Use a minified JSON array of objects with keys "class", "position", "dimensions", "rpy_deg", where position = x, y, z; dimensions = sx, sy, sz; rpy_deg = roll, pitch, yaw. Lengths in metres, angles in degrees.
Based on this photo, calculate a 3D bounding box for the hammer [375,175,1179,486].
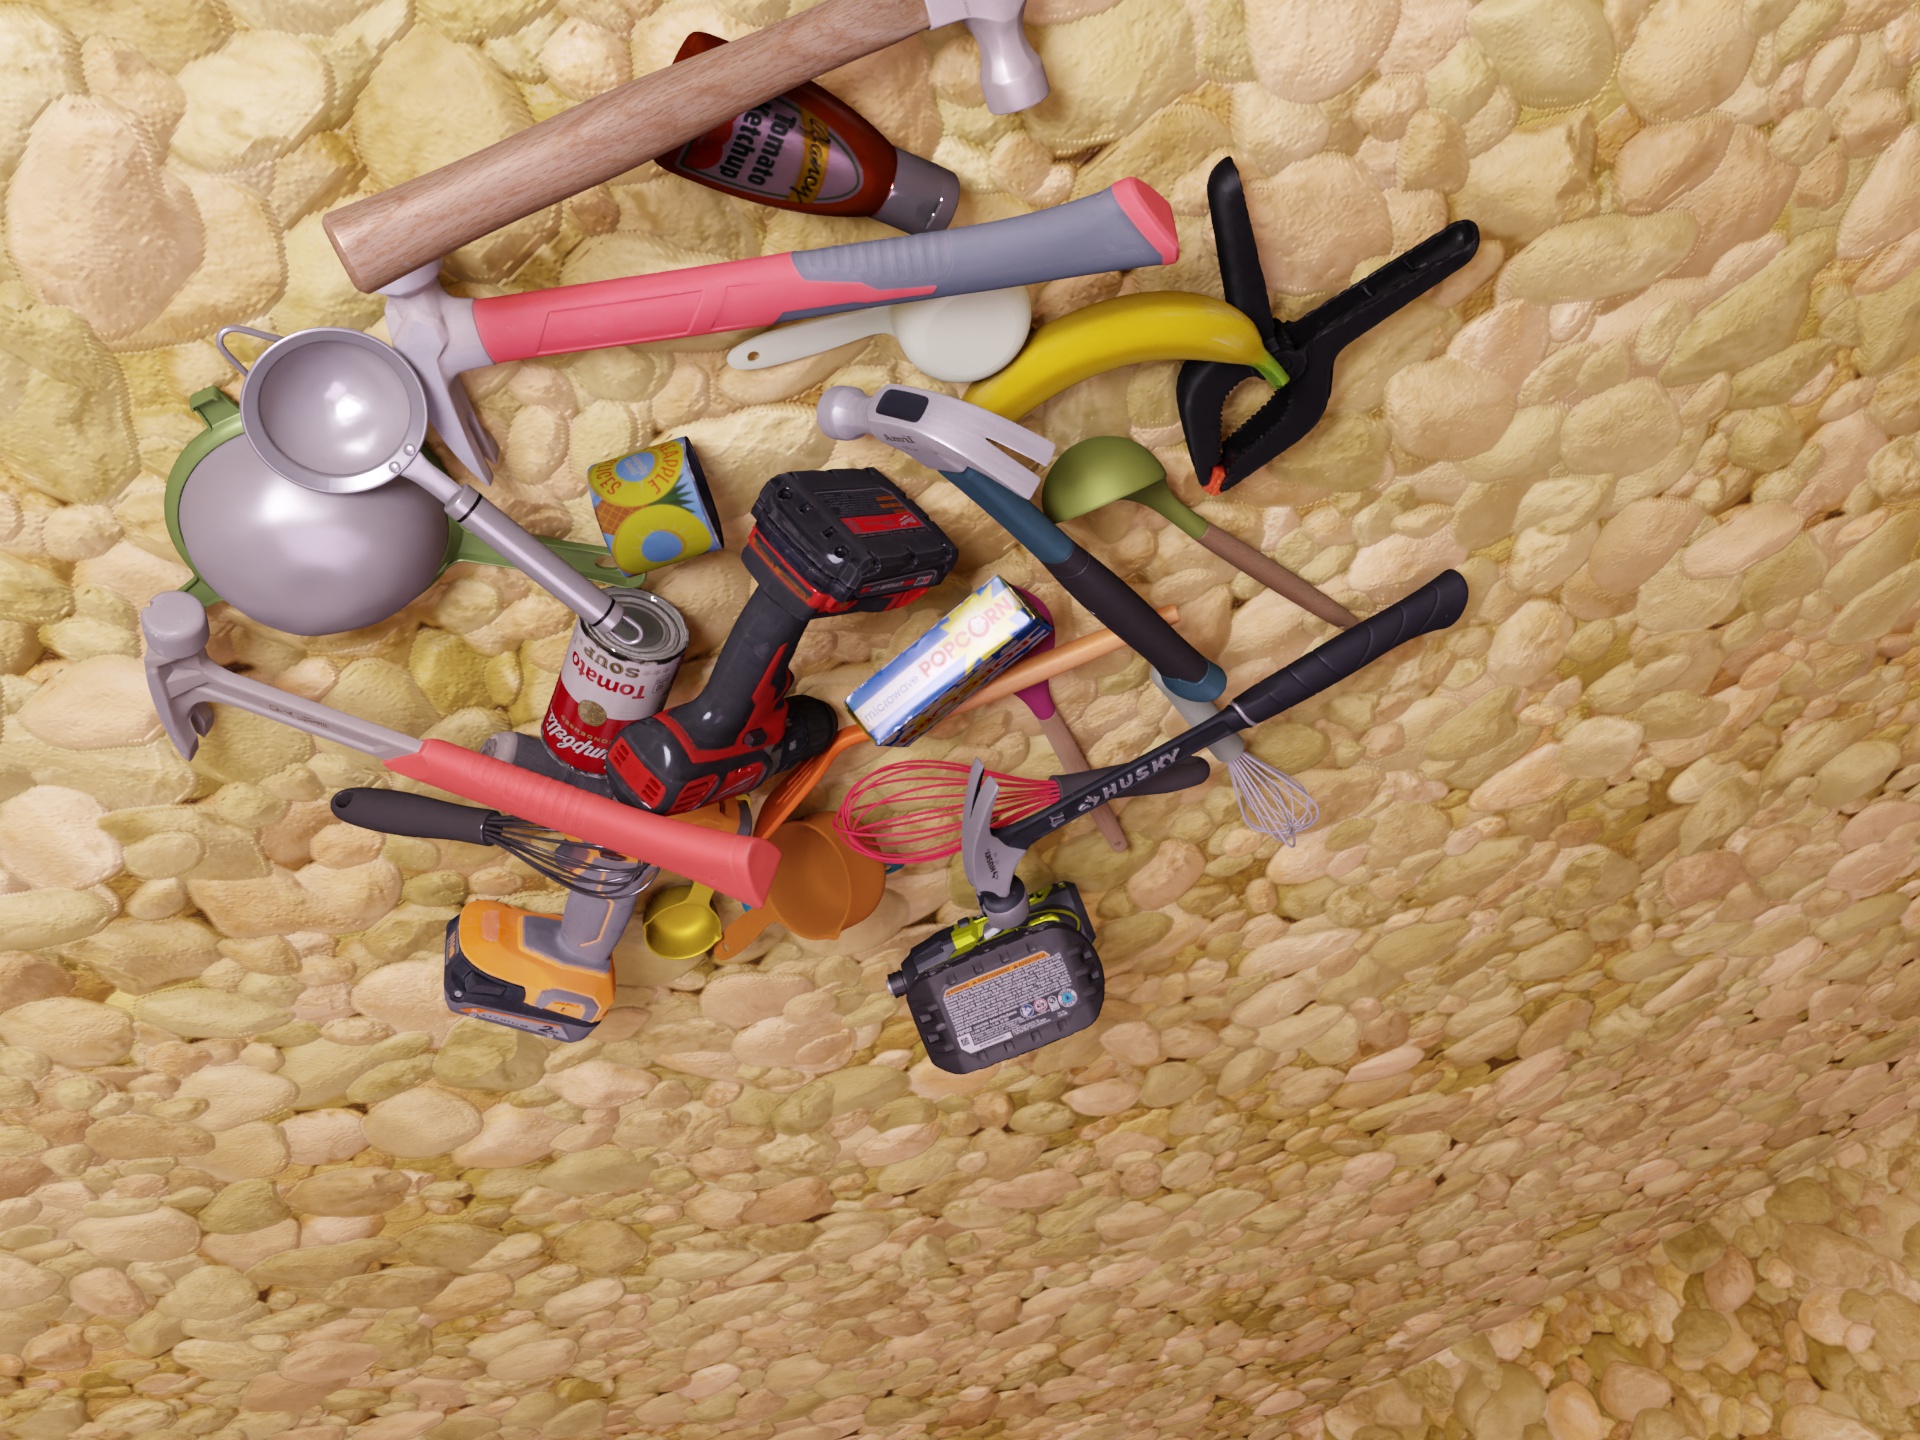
[{"class":"hammer","position":[-0.085,-0.202,0.789],"dimensions":[0.386,0.038,0.143],"rpy_deg":[-7,140,4]}]

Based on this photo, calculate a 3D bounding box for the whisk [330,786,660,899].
[{"class":"whisk","position":[-0.292,0.070,0.984],"dimensions":[0.239,0.055,0.055],"rpy_deg":[8,143,19]}]

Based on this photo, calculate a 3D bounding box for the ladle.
[{"class":"ladle","position":[0.171,-0.104,1.038],"dimensions":[0.078,0.062,0.319],"rpy_deg":[-16,152,41]}]

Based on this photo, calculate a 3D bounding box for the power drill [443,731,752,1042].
[{"class":"power drill","position":[-0.275,0.109,1.083],"dimensions":[0.185,0.084,0.226],"rpy_deg":[24,119,-31]}]

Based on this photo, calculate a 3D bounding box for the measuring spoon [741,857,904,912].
[{"class":"measuring spoon","position":[-0.103,0.130,1.211],"dimensions":[0.128,0.021,0.042],"rpy_deg":[-15,139,-3]}]

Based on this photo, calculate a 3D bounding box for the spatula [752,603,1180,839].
[{"class":"spatula","position":[-0.002,-0.003,1.070],"dimensions":[0.322,0.081,0.041],"rpy_deg":[-22,109,7]}]

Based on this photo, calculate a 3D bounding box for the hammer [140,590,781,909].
[{"class":"hammer","position":[-0.277,0.035,0.899],"dimensions":[0.359,0.037,0.149],"rpy_deg":[20,147,-5]}]

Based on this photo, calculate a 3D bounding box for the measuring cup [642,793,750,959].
[{"class":"measuring cup","position":[-0.188,0.109,1.163],"dimensions":[0.062,0.029,0.156],"rpy_deg":[14,118,-28]}]

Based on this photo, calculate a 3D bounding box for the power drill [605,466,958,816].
[{"class":"power drill","position":[-0.098,-0.041,0.959],"dimensions":[0.226,0.080,0.188],"rpy_deg":[-53,162,27]}]

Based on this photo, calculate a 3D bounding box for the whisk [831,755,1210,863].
[{"class":"whisk","position":[0.049,0.052,1.131],"dimensions":[0.295,0.073,0.073],"rpy_deg":[-7,138,-23]}]

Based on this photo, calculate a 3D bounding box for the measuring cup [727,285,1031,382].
[{"class":"measuring cup","position":[-0.041,-0.206,0.856],"dimensions":[0.167,0.038,0.083],"rpy_deg":[-16,139,-7]}]

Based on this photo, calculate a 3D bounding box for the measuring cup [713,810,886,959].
[{"class":"measuring cup","position":[-0.120,0.130,1.168],"dimensions":[0.052,0.095,0.173],"rpy_deg":[-18,163,-49]}]

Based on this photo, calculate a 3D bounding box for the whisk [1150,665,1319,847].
[{"class":"whisk","position":[0.206,0.026,1.200],"dimensions":[0.059,0.058,0.246],"rpy_deg":[-17,139,29]}]

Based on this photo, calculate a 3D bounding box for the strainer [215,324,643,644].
[{"class":"strainer","position":[-0.264,-0.117,0.818],"dimensions":[0.087,0.050,0.258],"rpy_deg":[-44,120,10]}]

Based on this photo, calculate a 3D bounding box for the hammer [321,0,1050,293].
[{"class":"hammer","position":[-0.118,-0.274,0.693],"dimensions":[0.331,0.031,0.129],"rpy_deg":[-29,125,-12]}]

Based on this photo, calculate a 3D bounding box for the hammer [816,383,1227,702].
[{"class":"hammer","position":[0.062,-0.095,0.940],"dimensions":[0.330,0.128,0.033],"rpy_deg":[36,76,-43]}]

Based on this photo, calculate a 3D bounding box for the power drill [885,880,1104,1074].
[{"class":"power drill","position":[0.024,0.190,1.202],"dimensions":[0.171,0.080,0.223],"rpy_deg":[-22,-177,0]}]

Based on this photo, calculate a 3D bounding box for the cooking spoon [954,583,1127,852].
[{"class":"cooking spoon","position":[0.070,0.009,1.149],"dimensions":[0.069,0.017,0.318],"rpy_deg":[-25,138,7]}]

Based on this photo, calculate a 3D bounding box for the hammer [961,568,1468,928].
[{"class":"hammer","position":[0.179,-0.001,1.101],"dimensions":[0.409,0.036,0.149],"rpy_deg":[-29,139,-10]}]

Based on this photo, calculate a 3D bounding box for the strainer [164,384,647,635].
[{"class":"strainer","position":[-0.295,-0.084,0.869],"dimensions":[0.256,0.069,0.151],"rpy_deg":[7,133,-25]}]
